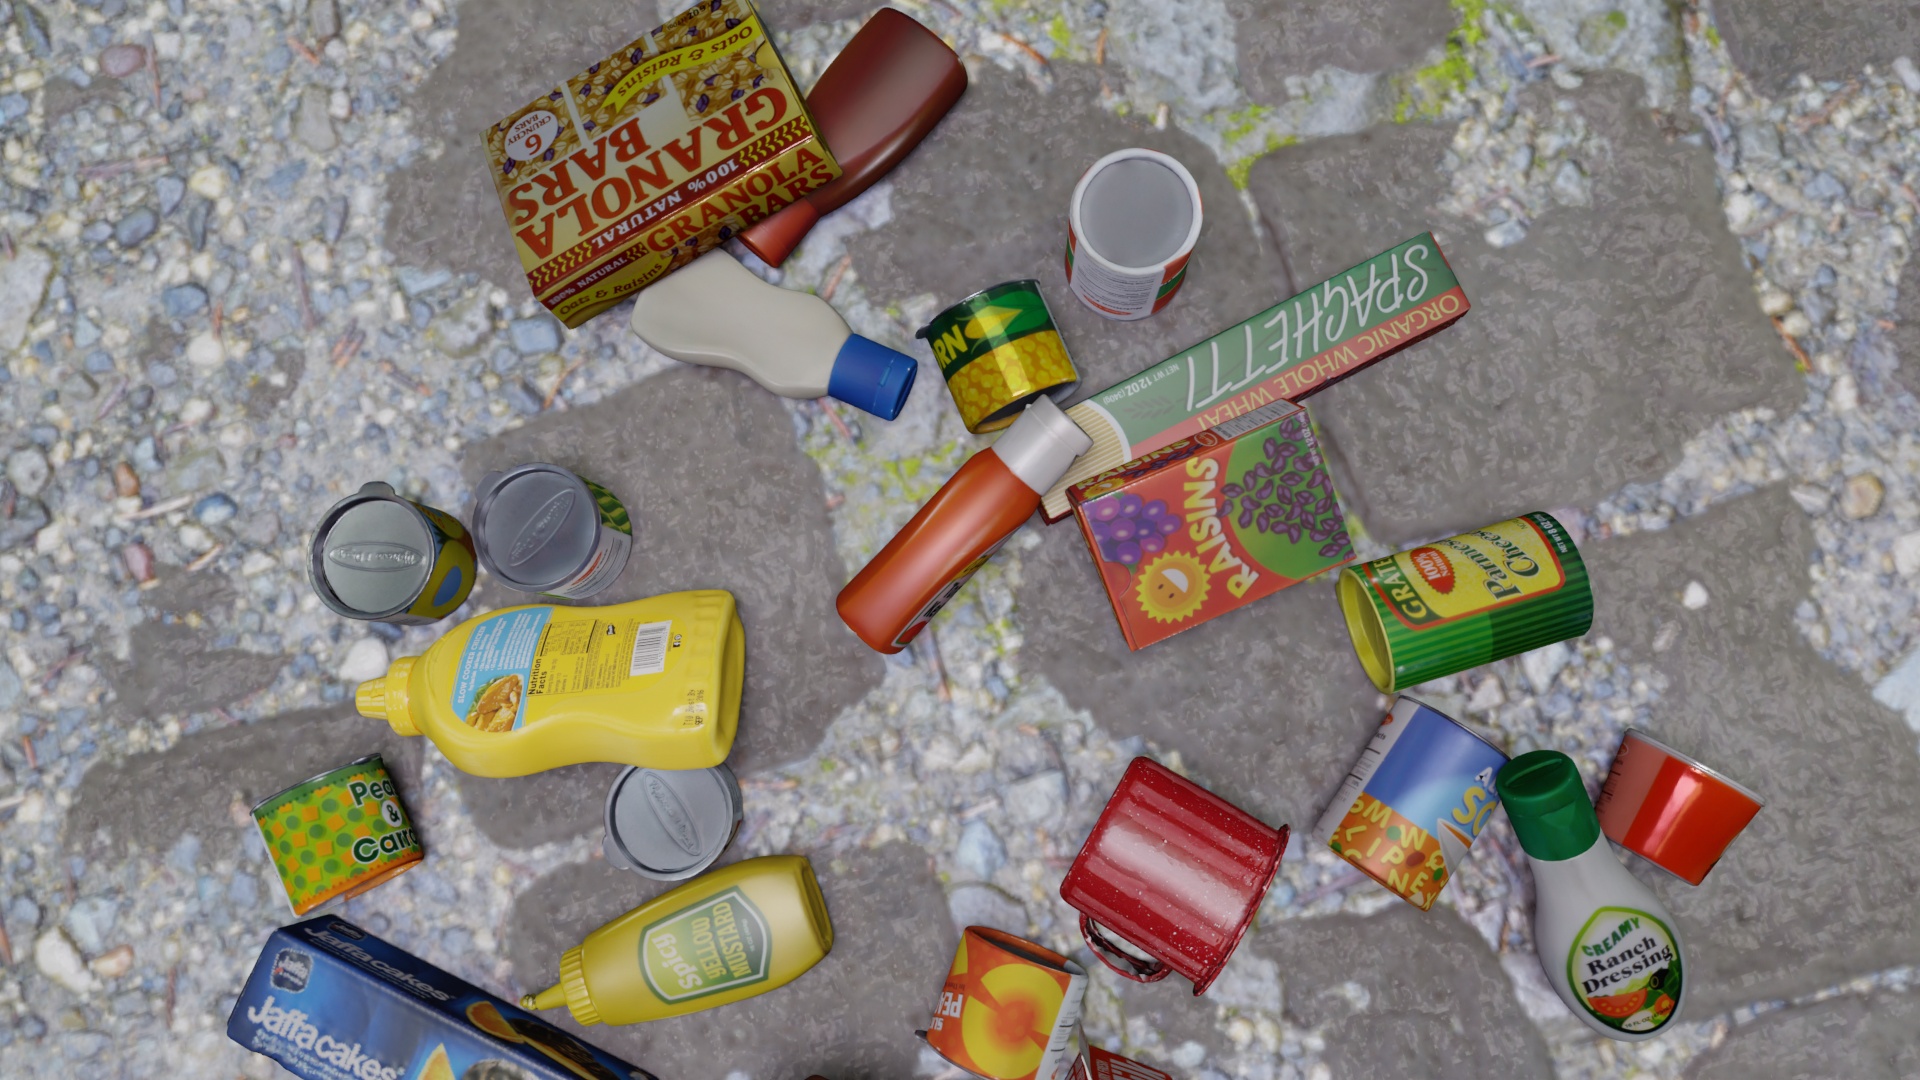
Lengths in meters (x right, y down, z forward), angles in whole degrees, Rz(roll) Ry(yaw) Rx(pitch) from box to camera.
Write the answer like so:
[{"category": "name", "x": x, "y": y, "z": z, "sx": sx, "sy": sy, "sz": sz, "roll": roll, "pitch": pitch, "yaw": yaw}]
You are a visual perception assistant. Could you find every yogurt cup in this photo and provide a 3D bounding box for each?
[{"category": "yogurt cup", "x": 0.345, "y": 0.131, "z": 0.677, "sx": 0.072, "sy": 0.072, "sz": 0.054, "roll": 29, "pitch": 93, "yaw": 6}]

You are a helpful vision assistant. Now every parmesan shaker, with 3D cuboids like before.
[{"category": "parmesan shaker", "x": 0.250, "y": 0.029, "z": 0.694, "sx": 0.103, "sy": 0.071, "sz": 0.071, "roll": -17, "pitch": 83, "yaw": 0}]

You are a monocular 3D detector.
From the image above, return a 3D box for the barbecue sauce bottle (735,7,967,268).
[{"category": "barbecue sauce bottle", "x": -0.065, "y": -0.214, "z": 0.750, "sx": 0.065, "sy": 0.043, "sz": 0.148, "roll": 40, "pitch": 87, "yaw": 17}]

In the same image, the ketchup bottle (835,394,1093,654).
[{"category": "ketchup bottle", "x": 0.002, "y": -0.009, "z": 0.698, "sx": 0.043, "sy": 0.065, "sz": 0.148, "roll": 44, "pitch": 99, "yaw": 3}]

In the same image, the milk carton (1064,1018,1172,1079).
[{"category": "milk carton", "x": 0.091, "y": 0.328, "z": 0.659, "sx": 0.073, "sy": 0.072, "sz": 0.190, "roll": -21, "pitch": 83, "yaw": 0}]

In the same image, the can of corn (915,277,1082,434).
[{"category": "can of corn", "x": 0.020, "y": -0.093, "z": 0.719, "sx": 0.071, "sy": 0.071, "sz": 0.058, "roll": -24, "pitch": 83, "yaw": 0}]

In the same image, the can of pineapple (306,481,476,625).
[{"category": "can of pineapple", "x": -0.294, "y": 0.009, "z": 0.726, "sx": 0.071, "sy": 0.058, "sz": 0.071, "roll": 0, "pitch": 83, "yaw": 3}]

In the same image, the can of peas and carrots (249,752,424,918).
[{"category": "can of peas and carrots", "x": -0.313, "y": 0.149, "z": 0.704, "sx": 0.071, "sy": 0.071, "sz": 0.059, "roll": -27, "pitch": 83, "yaw": 0}]

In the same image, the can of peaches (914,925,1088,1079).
[{"category": "can of peaches", "x": 0.021, "y": 0.226, "z": 0.678, "sx": 0.071, "sy": 0.071, "sz": 0.058, "roll": 20, "pitch": 84, "yaw": 5}]

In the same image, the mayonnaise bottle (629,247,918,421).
[{"category": "mayonnaise bottle", "x": -0.097, "y": -0.108, "z": 0.740, "sx": 0.148, "sy": 0.041, "sz": 0.065, "roll": 24, "pitch": 84, "yaw": 4}]

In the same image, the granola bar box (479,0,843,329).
[{"category": "granola bar box", "x": -0.161, "y": -0.203, "z": 0.729, "sx": 0.165, "sy": 0.039, "sz": 0.124, "roll": -29, "pitch": 63, "yaw": 5}]

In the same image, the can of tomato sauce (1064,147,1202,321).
[{"category": "can of tomato sauce", "x": 0.088, "y": -0.158, "z": 0.715, "sx": 0.071, "sy": 0.083, "sz": 0.071, "roll": 0, "pitch": 84, "yaw": 3}]

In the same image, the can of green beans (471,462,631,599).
[{"category": "can of green beans", "x": -0.211, "y": -0.004, "z": 0.723, "sx": 0.071, "sy": 0.058, "sz": 0.071, "roll": 0, "pitch": 83, "yaw": 3}]

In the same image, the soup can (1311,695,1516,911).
[{"category": "soup can", "x": 0.224, "y": 0.130, "z": 0.680, "sx": 0.071, "sy": 0.071, "sz": 0.084, "roll": 34, "pitch": 86, "yaw": 6}]

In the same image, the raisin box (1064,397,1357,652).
[{"category": "raisin box", "x": 0.126, "y": -0.008, "z": 0.702, "sx": 0.123, "sy": 0.040, "sz": 0.086, "roll": -23, "pitch": 107, "yaw": 0}]

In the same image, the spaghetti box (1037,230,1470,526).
[{"category": "spaghetti box", "x": 0.146, "y": -0.086, "z": 0.731, "sx": 0.250, "sy": 0.028, "sz": 0.050, "roll": -27, "pitch": 83, "yaw": -1}]

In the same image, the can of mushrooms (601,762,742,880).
[{"category": "can of mushrooms", "x": -0.149, "y": 0.141, "z": 0.714, "sx": 0.071, "sy": 0.033, "sz": 0.071, "roll": 0, "pitch": 83, "yaw": 2}]

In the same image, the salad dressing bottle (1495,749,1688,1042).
[{"category": "salad dressing bottle", "x": 0.295, "y": 0.167, "z": 0.655, "sx": 0.064, "sy": 0.044, "sz": 0.147, "roll": -27, "pitch": 107, "yaw": 6}]

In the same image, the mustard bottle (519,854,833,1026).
[{"category": "mustard bottle", "x": -0.146, "y": 0.209, "z": 0.697, "sx": 0.160, "sy": 0.049, "sz": 0.065, "roll": -21, "pitch": 84, "yaw": 0}]
